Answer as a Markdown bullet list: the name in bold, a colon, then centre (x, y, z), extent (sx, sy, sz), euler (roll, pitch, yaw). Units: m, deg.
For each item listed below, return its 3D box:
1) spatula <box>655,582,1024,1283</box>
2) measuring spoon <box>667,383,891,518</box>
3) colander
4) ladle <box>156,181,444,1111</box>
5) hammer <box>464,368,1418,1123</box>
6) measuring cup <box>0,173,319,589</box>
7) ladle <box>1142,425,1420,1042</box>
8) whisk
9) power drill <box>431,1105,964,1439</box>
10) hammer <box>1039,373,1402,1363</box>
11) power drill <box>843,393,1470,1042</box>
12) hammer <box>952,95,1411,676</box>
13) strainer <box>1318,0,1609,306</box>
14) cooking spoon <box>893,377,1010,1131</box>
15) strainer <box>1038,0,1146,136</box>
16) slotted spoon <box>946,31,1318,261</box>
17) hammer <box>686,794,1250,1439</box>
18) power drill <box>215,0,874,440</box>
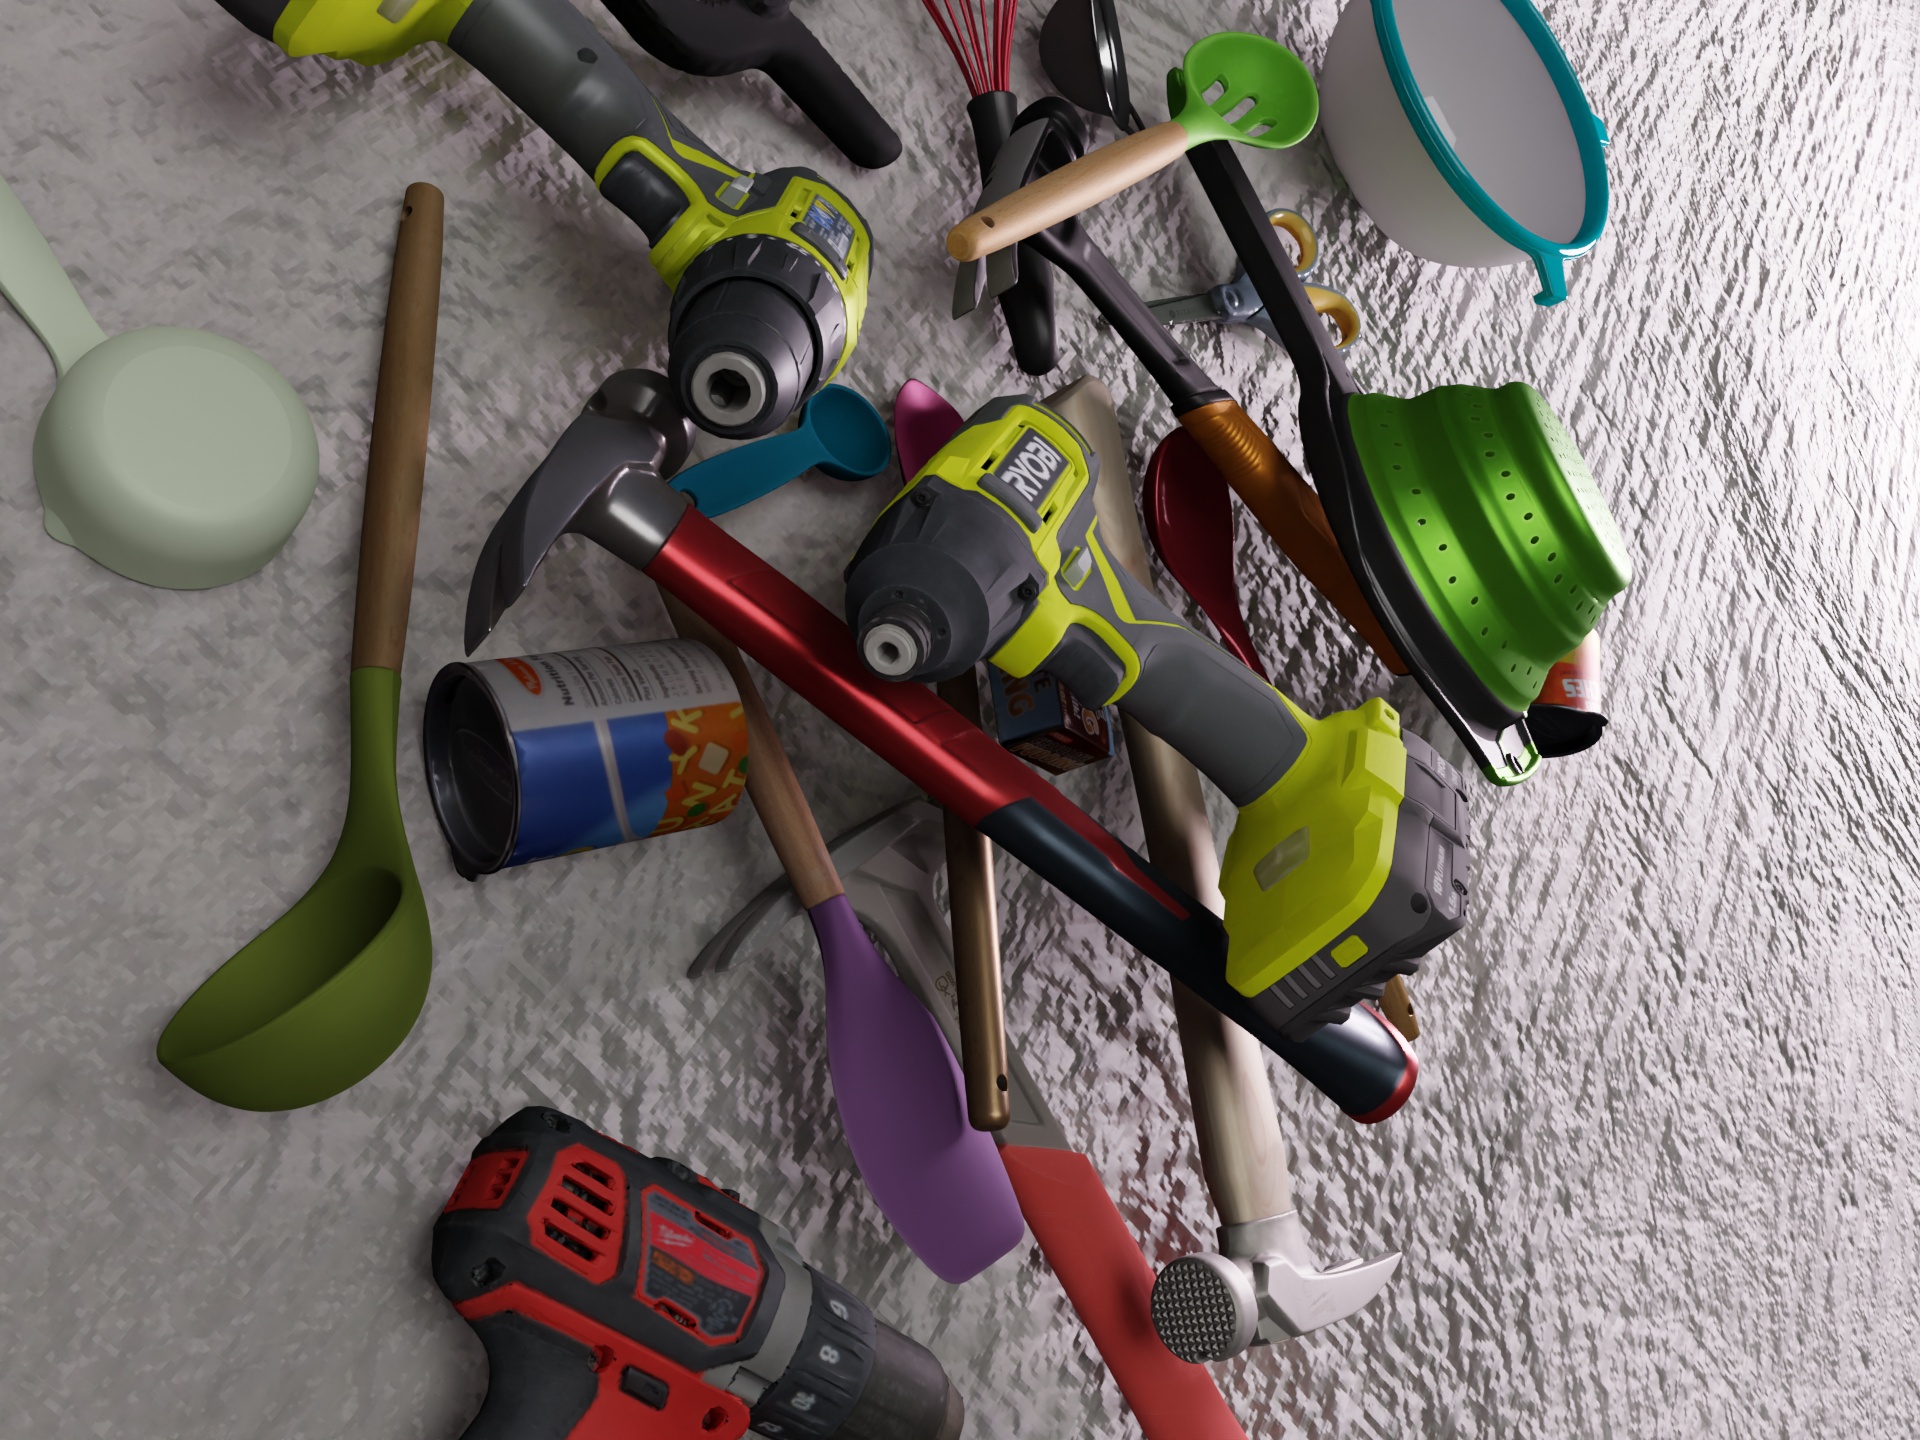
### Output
- **spatula**: centre (-0.059, 0.040, 0.549), extent (0.059, 0.018, 0.316), euler (-14, 76, -48)
- **measuring spoon**: centre (-0.074, -0.096, 0.609), extent (0.128, 0.021, 0.042), euler (-35, 92, -47)
- **colander**: centre (0.219, -0.167, 0.772), extent (0.204, 0.094, 0.397), euler (-10, 73, -61)
- **ladle**: centre (-0.188, -0.042, 0.489), extent (0.062, 0.078, 0.320), euler (29, 52, -52)
- **hammer**: centre (0.016, 0.038, 0.538), extent (0.386, 0.038, 0.143), euler (38, 31, -17)
- **measuring cup**: centre (-0.256, -0.118, 0.468), extent (0.083, 0.038, 0.167), euler (-42, 105, -39)
- **ladle**: centre (0.155, 0.011, 0.761), extent (0.069, 0.031, 0.315), euler (-28, 96, -46)
- **whisk**: centre (0.011, -0.302, 0.729), extent (0.073, 0.073, 0.296), euler (-7, 85, -40)
- **power drill**: centre (-0.099, 0.248, 0.454), extent (0.187, 0.080, 0.227), euler (39, 53, -23)
- **hammer**: centre (0.096, 0.044, 0.678), extent (0.146, 0.038, 0.411), euler (10, 64, -50)
- **power drill**: centre (0.064, -0.003, 0.539), extent (0.223, 0.080, 0.171), euler (41, 31, -6)
- **hammer**: centre (0.125, -0.124, 0.732), extent (0.336, 0.034, 0.127), euler (41, 48, -29)
- **strainer**: centre (0.233, -0.385, 0.907), extent (0.340, 0.095, 0.211), euler (42, 52, -18)
- **cooking spoon**: centre (-0.001, -0.002, 0.612), extent (0.068, 0.017, 0.319), euler (30, 46, -45)
- **strainer**: centre (0.052, -0.370, 0.728), extent (0.258, 0.050, 0.087), euler (73, 18, -55)
- **slotted spoon**: centre (0.078, -0.246, 0.684), extent (0.070, 0.031, 0.314), euler (43, 44, 3)
- **hammer**: centre (0.041, 0.201, 0.603), extent (0.149, 0.037, 0.359), euler (-33, 96, -40)
- **power drill**: centre (-0.125, -0.194, 0.531), extent (0.228, 0.080, 0.191), euler (41, 23, -19)
